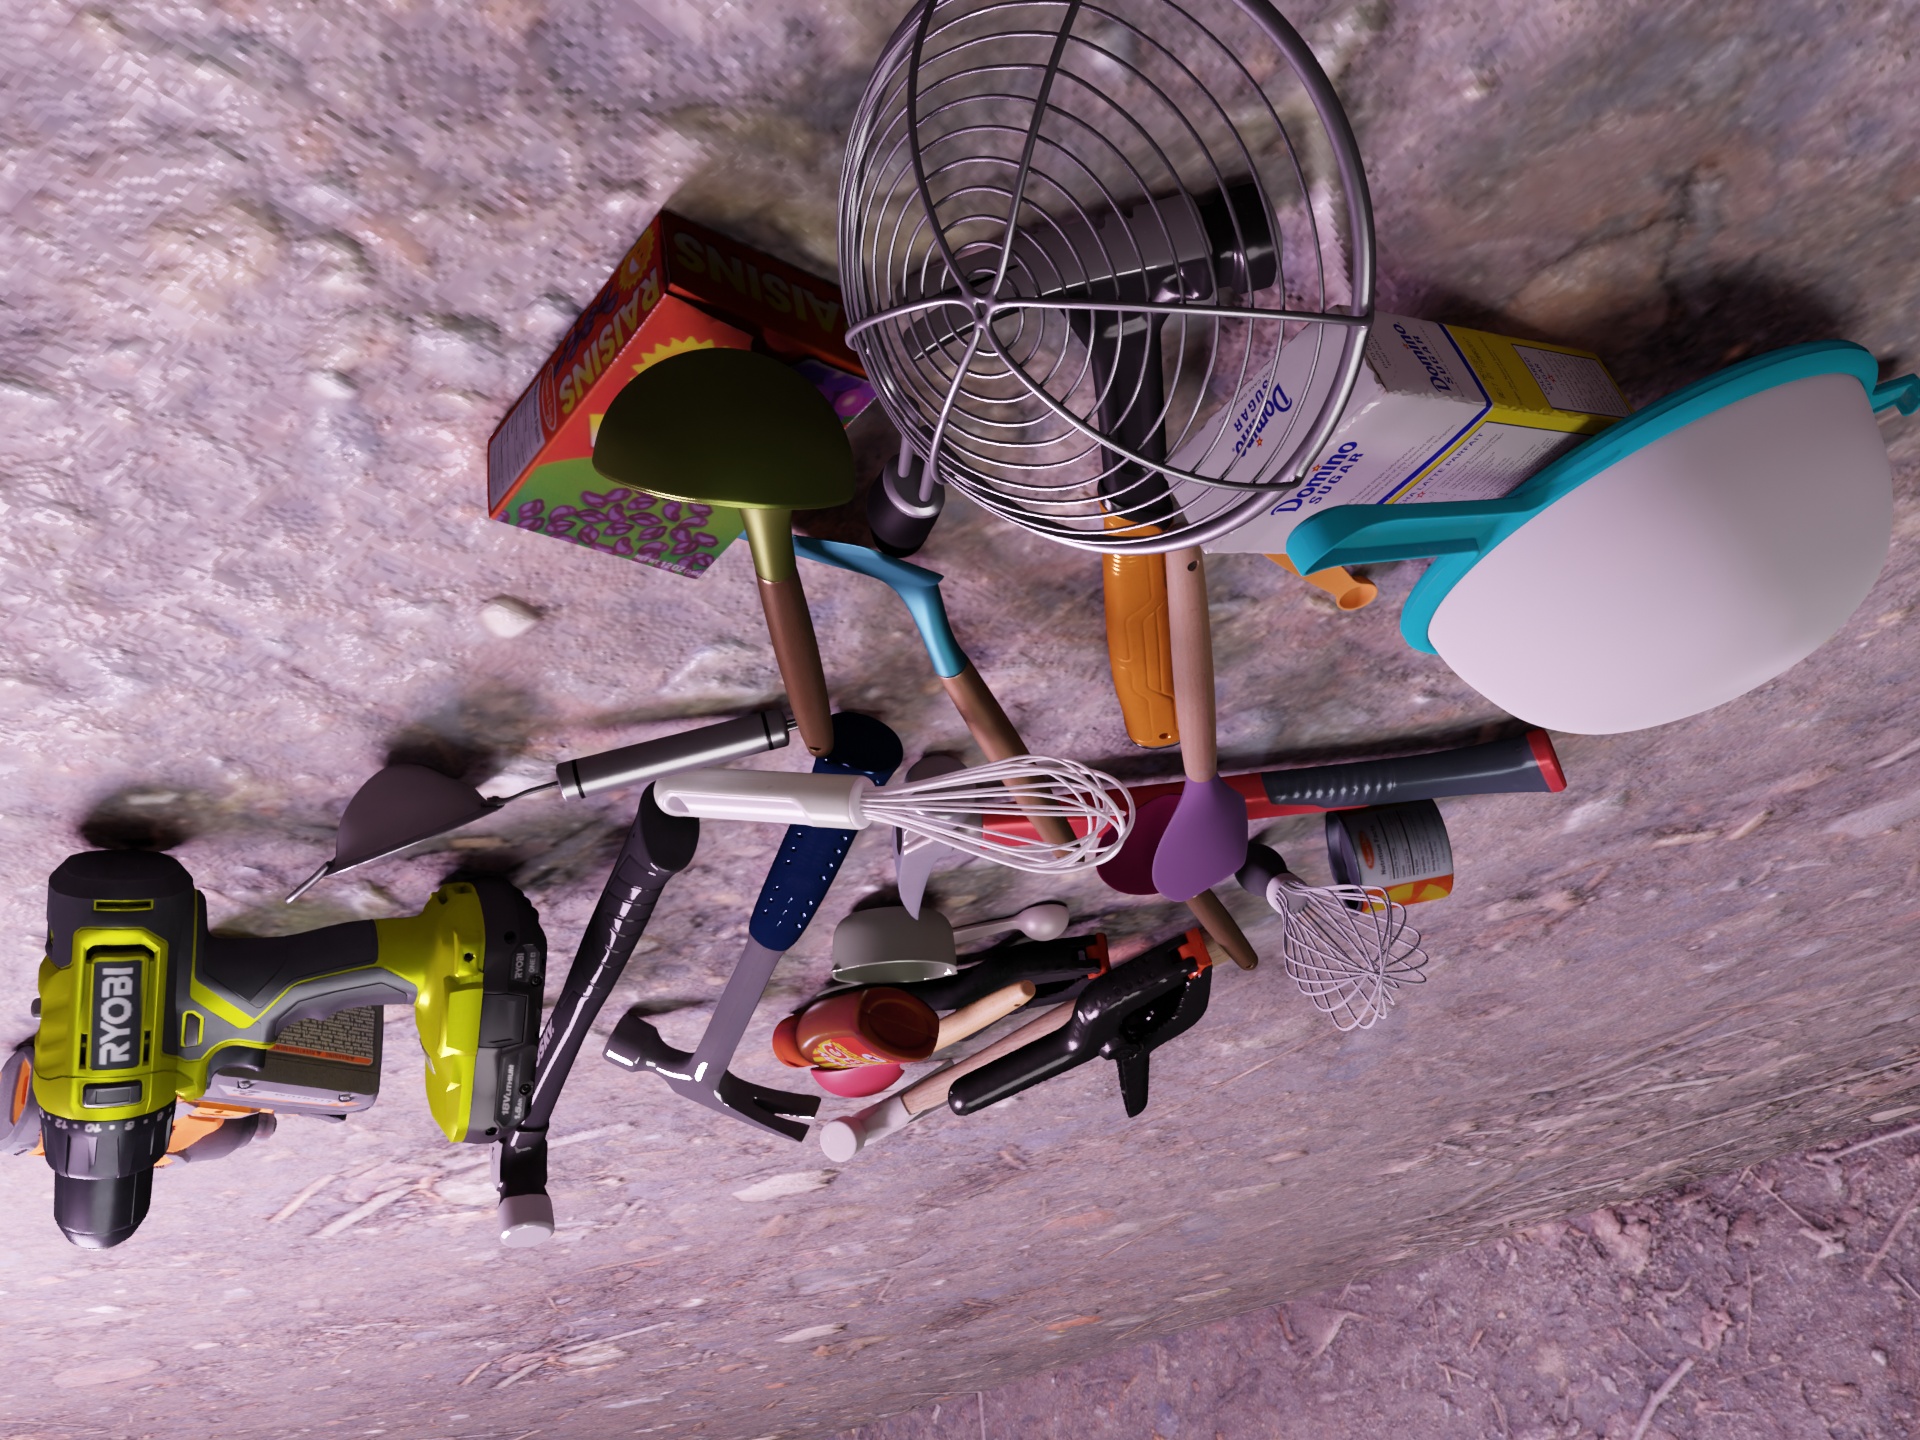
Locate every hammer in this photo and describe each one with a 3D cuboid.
[{"bbox_3d":[0.154,0.051,0.900,0.386,0.038,0.143,-6,151,-10],"label":"hammer"},{"bbox_3d":[0.055,0.230,1.152,0.331,0.031,0.130,-32,168,22],"label":"hammer"},{"bbox_3d":[-0.106,0.131,0.911,0.144,0.035,0.405,27,138,-2],"label":"hammer"},{"bbox_3d":[0.066,-0.074,0.657,0.127,0.034,0.336,-14,150,3],"label":"hammer"},{"bbox_3d":[-0.212,0.150,0.889,0.035,0.146,0.334,6,135,-29],"label":"hammer"}]

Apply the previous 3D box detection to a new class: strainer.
[{"bbox_3d":[0.252,-0.047,0.618,0.340,0.095,0.211,-9,155,-42],"label":"strainer"},{"bbox_3d":[-0.190,0.028,0.741,0.258,0.050,0.087,-14,-174,-7],"label":"strainer"}]

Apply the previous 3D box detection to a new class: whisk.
[{"bbox_3d":[-0.038,0.039,0.726,0.246,0.059,0.057,2,137,26],"label":"whisk"},{"bbox_3d":[0.185,0.100,0.858,0.070,0.070,0.284,-11,-174,-1],"label":"whisk"}]

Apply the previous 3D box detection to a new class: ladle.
[{"bbox_3d":[-0.026,0.220,1.084,0.069,0.031,0.315,4,156,-26],"label":"ladle"},{"bbox_3d":[-0.068,-0.035,0.587,0.078,0.062,0.320,10,159,4],"label":"ladle"}]

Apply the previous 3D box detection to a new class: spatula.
[{"bbox_3d":[0.110,0.011,0.750,0.060,0.018,0.315,-28,147,-8],"label":"spatula"},{"bbox_3d":[-0.001,-0.002,0.713,0.082,0.044,0.317,12,153,31],"label":"spatula"}]

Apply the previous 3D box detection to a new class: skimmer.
[{"bbox_3d":[0.014,-0.092,0.460,0.090,0.127,0.363,-34,-178,-4],"label":"skimmer"}]

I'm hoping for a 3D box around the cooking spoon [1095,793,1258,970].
[{"bbox_3d":[0.140,0.104,0.933,0.069,0.017,0.318,-34,150,5],"label":"cooking spoon"}]

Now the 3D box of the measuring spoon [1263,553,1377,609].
[{"bbox_3d":[0.151,-0.077,0.710,0.021,0.011,0.116,-35,140,29],"label":"measuring spoon"}]

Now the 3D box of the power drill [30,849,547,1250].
[{"bbox_3d":[-0.335,0.162,0.798,0.228,0.190,0.080,2,-169,-30],"label":"power drill"}]

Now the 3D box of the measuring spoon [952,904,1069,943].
[{"bbox_3d":[0.011,0.143,1.029,0.124,0.018,0.034,-14,150,6],"label":"measuring spoon"}]

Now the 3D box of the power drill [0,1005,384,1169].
[{"bbox_3d":[-0.436,0.210,0.933,0.226,0.084,0.164,-25,148,31],"label":"power drill"}]

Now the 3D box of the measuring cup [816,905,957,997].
[{"bbox_3d":[-0.059,0.149,1.008,0.083,0.038,0.167,5,162,-24],"label":"measuring cup"}]
